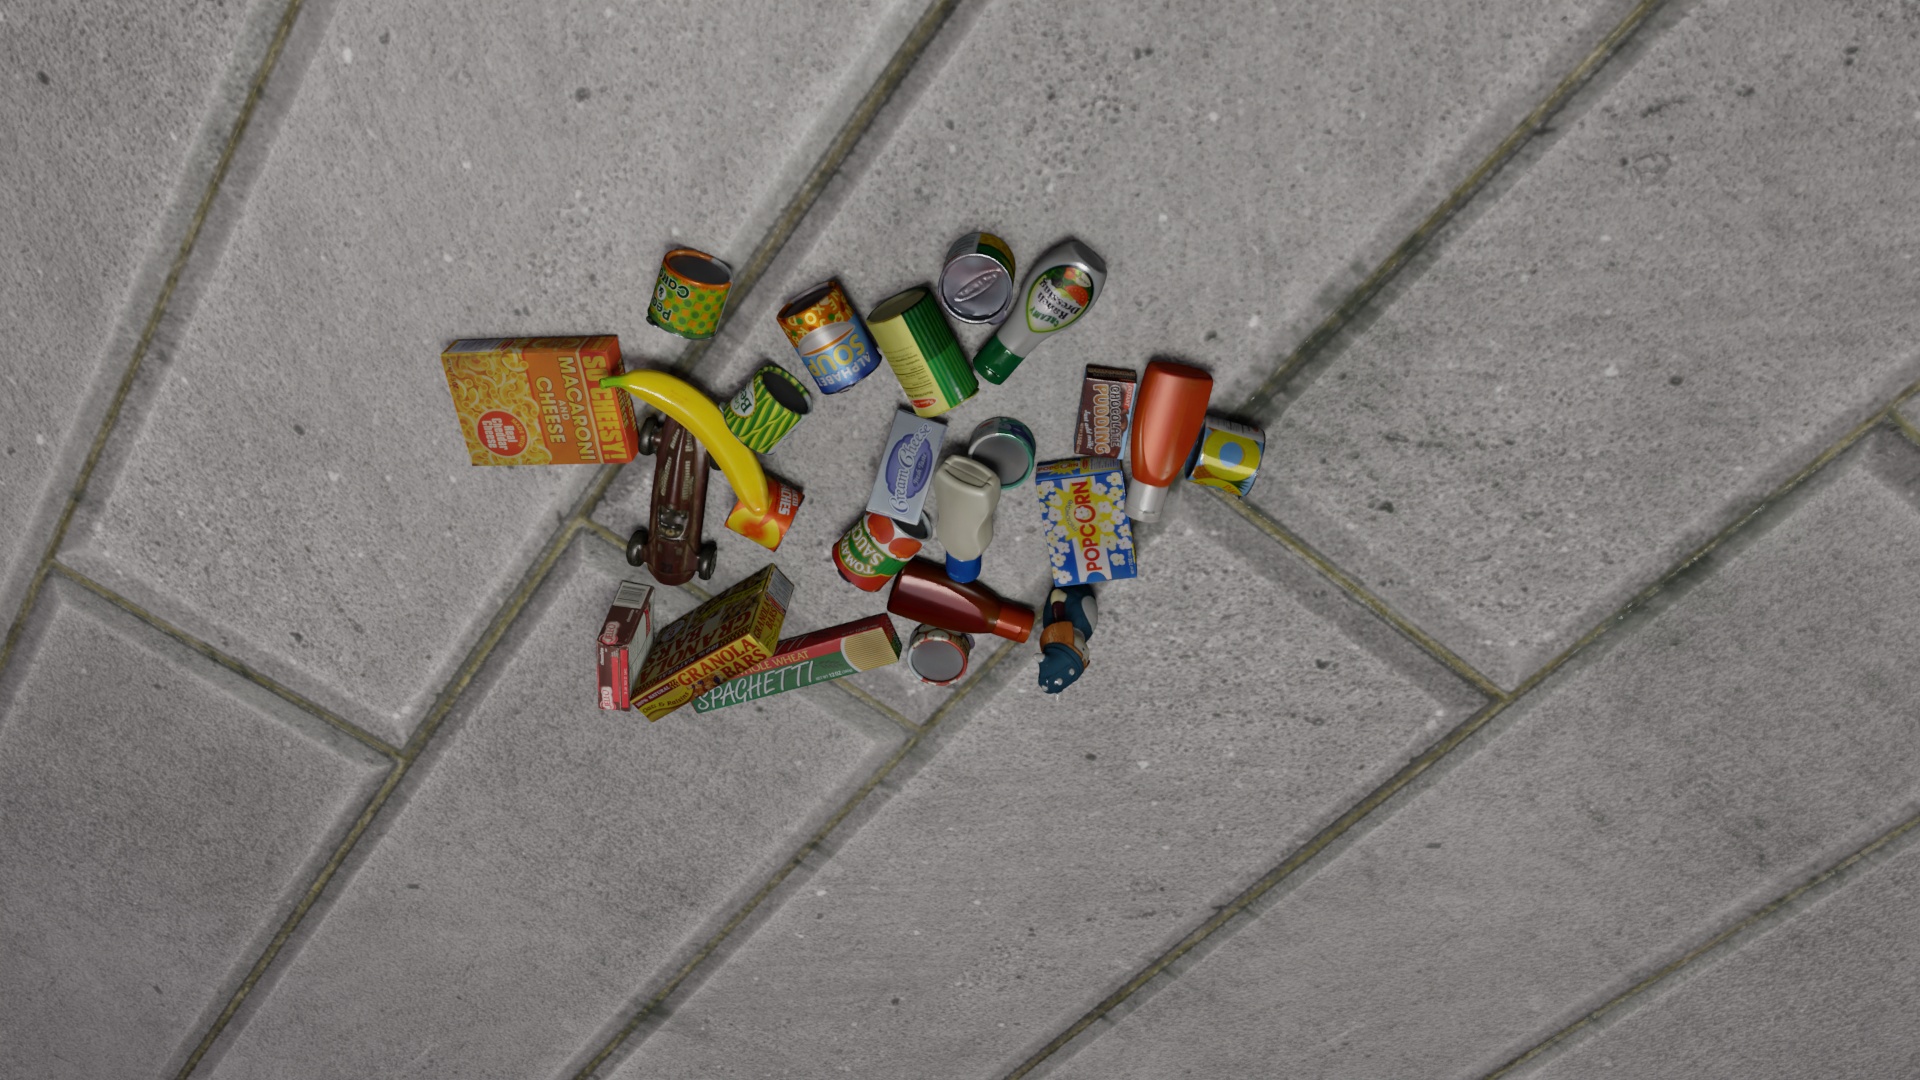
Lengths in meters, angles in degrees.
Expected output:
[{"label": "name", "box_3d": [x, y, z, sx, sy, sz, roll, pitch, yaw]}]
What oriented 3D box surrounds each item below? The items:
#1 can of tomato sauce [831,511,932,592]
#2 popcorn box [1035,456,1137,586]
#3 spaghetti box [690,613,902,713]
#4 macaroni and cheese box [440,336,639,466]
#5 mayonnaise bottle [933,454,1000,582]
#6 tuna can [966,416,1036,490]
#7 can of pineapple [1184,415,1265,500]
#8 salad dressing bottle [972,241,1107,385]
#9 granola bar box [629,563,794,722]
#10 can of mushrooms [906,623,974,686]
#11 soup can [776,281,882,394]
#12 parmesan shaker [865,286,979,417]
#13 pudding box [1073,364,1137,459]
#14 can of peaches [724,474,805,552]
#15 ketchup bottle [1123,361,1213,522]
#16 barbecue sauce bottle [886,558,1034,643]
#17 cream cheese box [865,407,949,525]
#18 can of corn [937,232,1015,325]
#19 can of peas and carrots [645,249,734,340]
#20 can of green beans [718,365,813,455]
[{"label": "can of tomato sauce", "box_3d": [-0.079, 0.002, 1.392, 0.071, 0.071, 0.082, 38, 118, -16]}, {"label": "popcorn box", "box_3d": [0.126, -0.020, 1.375, 0.085, 0.038, 0.126, -7, 120, 9]}, {"label": "spaghetti box", "box_3d": [-0.187, 0.135, 1.511, 0.250, 0.029, 0.050, -16, 118, 15]}, {"label": "macaroni and cheese box", "box_3d": [-0.408, -0.136, 1.359, 0.166, 0.040, 0.123, -1, 121, 7]}, {"label": "mayonnaise bottle", "box_3d": [0.005, -0.017, 1.366, 0.065, 0.041, 0.147, 27, 145, 19]}, {"label": "tuna can", "box_3d": [0.041, -0.082, 1.349, 0.071, 0.033, 0.070, 3, 122, 5]}, {"label": "can of pineapple", "box_3d": [0.248, -0.078, 1.308, 0.058, 0.071, 0.070, 15, 122, -2]}, {"label": "salad dressing bottle", "box_3d": [0.070, -0.204, 1.263, 0.064, 0.044, 0.147, 35, 119, -16]}, {"label": "granola bar box", "box_3d": [-0.258, 0.106, 1.443, 0.165, 0.125, 0.039, -29, 116, 22]}, {"label": "can of mushrooms", "box_3d": [-0.021, 0.120, 1.481, 0.071, 0.034, 0.070, 3, 121, 5]}, {"label": "soup can", "box_3d": [-0.121, -0.186, 1.279, 0.071, 0.072, 0.083, -22, 117, 19]}, {"label": "parmesan shaker", "box_3d": [-0.032, -0.174, 1.278, 0.071, 0.072, 0.102, -20, 117, 18]}, {"label": "pudding box", "box_3d": [0.137, -0.121, 1.316, 0.050, 0.030, 0.083, 7, 122, 0]}, {"label": "can of peaches", "box_3d": [-0.195, -0.032, 1.386, 0.058, 0.071, 0.071, 28, 121, -10]}, {"label": "ketchup bottle", "box_3d": [0.188, -0.091, 1.303, 0.065, 0.044, 0.148, 8, 111, -13]}, {"label": "barbecue sauce bottle", "box_3d": [0.002, 0.068, 1.440, 0.148, 0.044, 0.064, 19, 127, -6]}, {"label": "cream cheese box", "box_3d": [-0.051, -0.070, 1.339, 0.053, 0.024, 0.104, 18, 86, -4]}, {"label": "can of corn", "box_3d": [0.017, -0.233, 1.242, 0.071, 0.058, 0.070, 3, 122, 4]}, {"label": "can of peas and carrots", "box_3d": [-0.248, -0.225, 1.269, 0.071, 0.071, 0.058, 21, 121, -7]}, {"label": "can of green beans", "box_3d": [-0.183, -0.125, 1.326, 0.071, 0.071, 0.057, 39, 117, -17]}]
